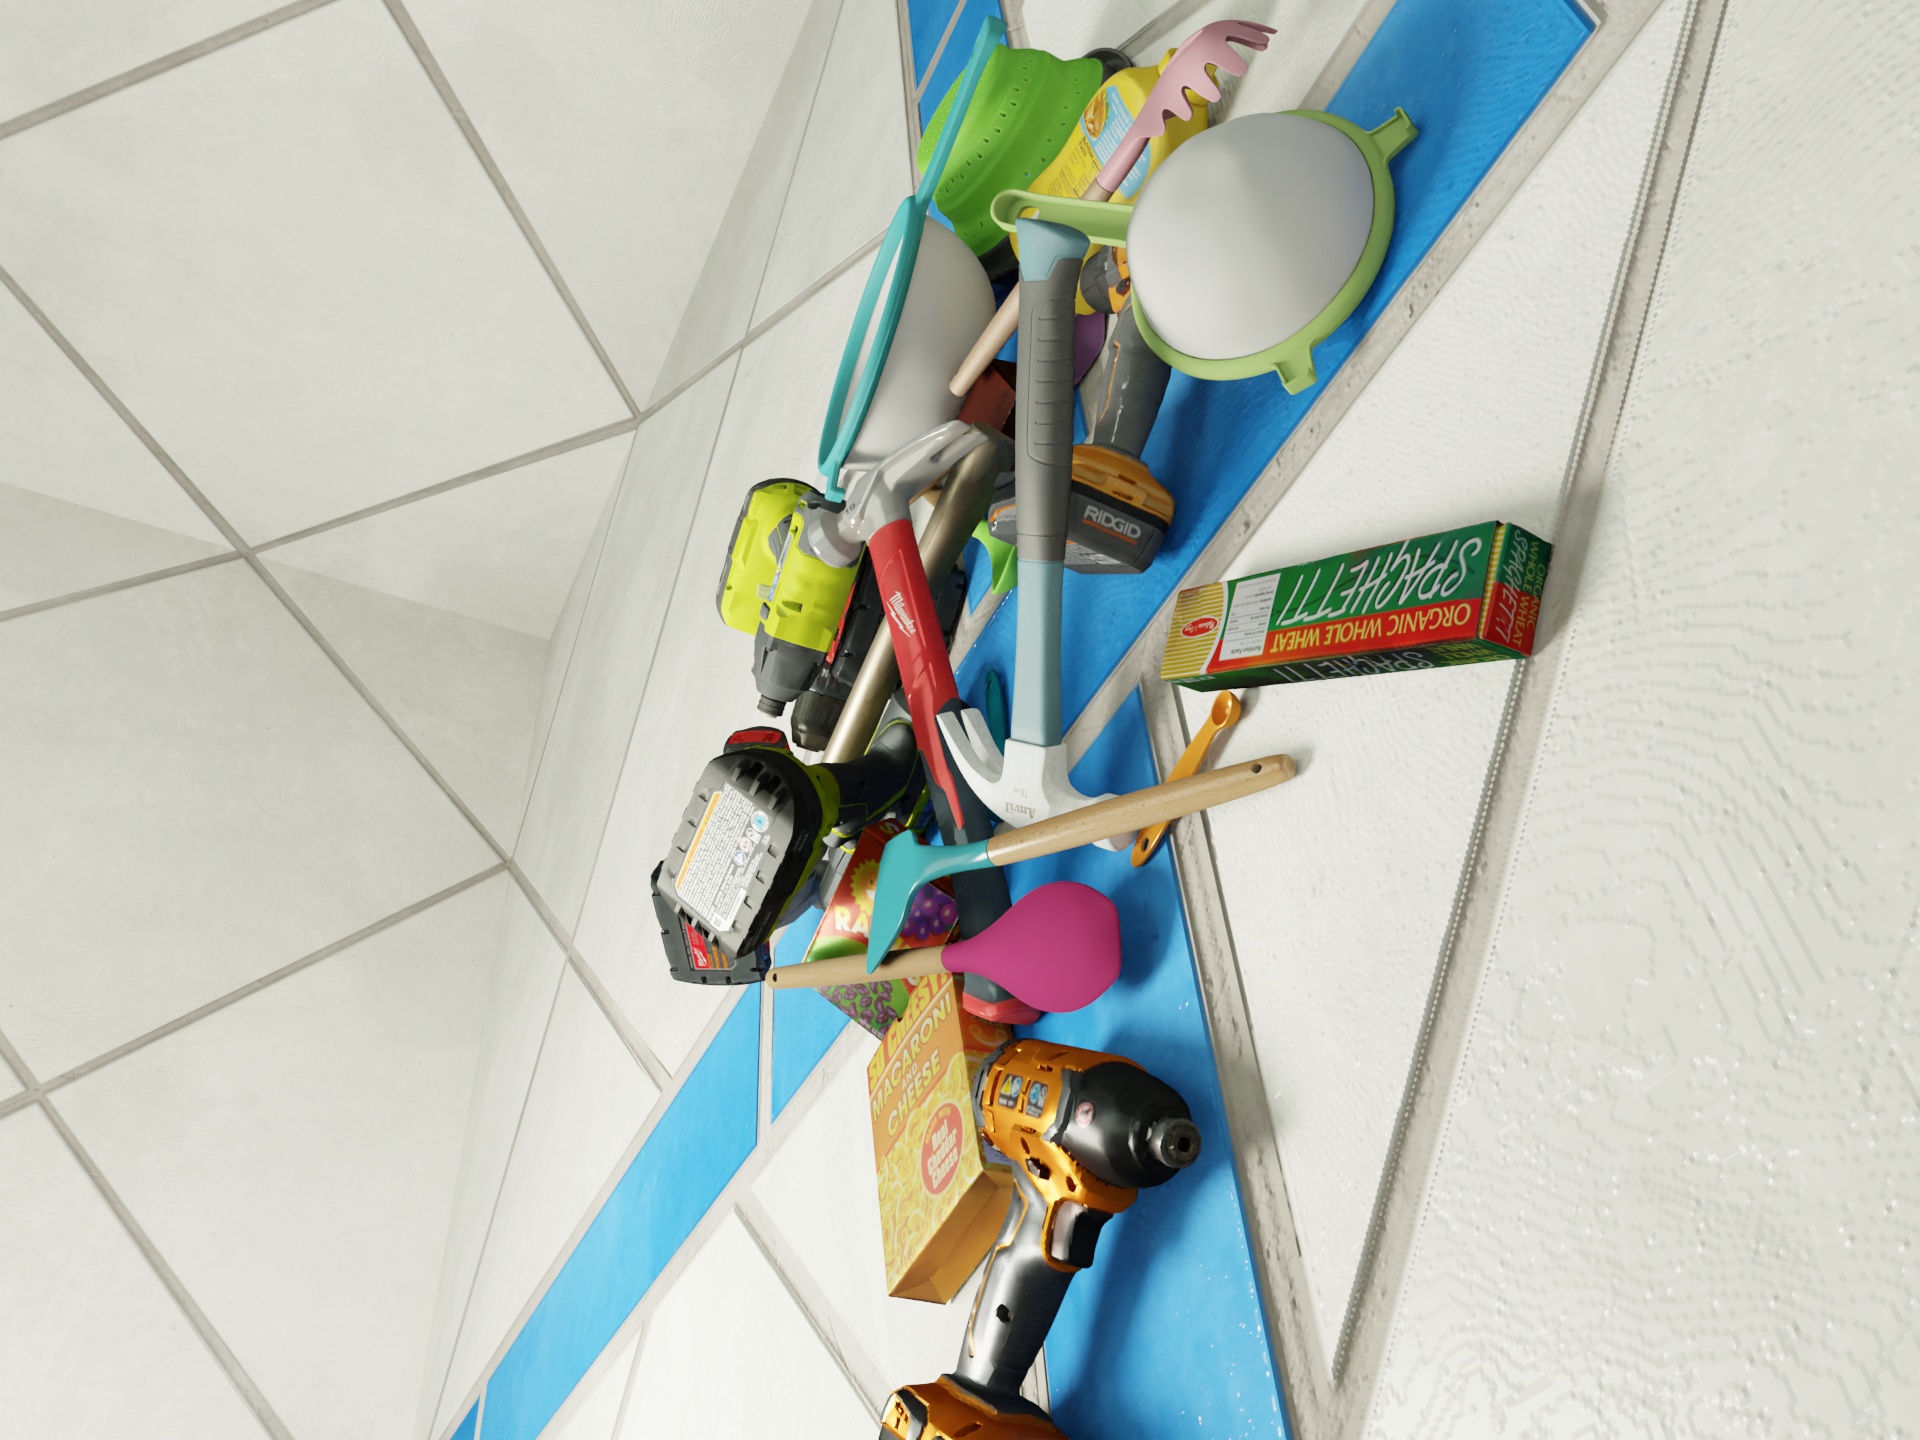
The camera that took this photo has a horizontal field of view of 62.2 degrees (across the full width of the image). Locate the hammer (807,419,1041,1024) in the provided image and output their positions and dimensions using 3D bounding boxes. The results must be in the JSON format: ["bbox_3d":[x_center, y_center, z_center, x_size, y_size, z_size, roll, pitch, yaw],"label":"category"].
[{"bbox_3d":[-0.002,-0.003,0.976,0.143,0.038,0.387,-33,57,30],"label":"hammer"}]

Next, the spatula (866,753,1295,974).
[{"bbox_3d":[0.045,0.066,0.841,0.317,0.044,0.082,-20,52,40],"label":"spatula"}]

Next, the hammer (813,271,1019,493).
[{"bbox_3d":[-0.055,-0.294,1.457,0.405,0.035,0.144,-38,40,56],"label":"hammer"}]

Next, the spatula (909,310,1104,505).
[{"bbox_3d":[0.017,-0.222,1.219,0.316,0.018,0.060,-31,51,53],"label":"spatula"}]

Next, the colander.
[{"bbox_3d":[0.023,-0.487,1.281,0.204,0.094,0.398,-50,26,23],"label":"colander"}]

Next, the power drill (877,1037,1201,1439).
[{"bbox_3d":[0.041,0.265,0.735,0.164,0.084,0.226,-15,57,65],"label":"power drill"}]

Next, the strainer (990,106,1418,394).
[{"bbox_3d":[0.100,-0.271,0.843,0.257,0.069,0.151,23,90,39],"label":"strainer"}]

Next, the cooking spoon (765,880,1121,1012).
[{"bbox_3d":[-0.022,0.139,0.918,0.319,0.017,0.069,-16,72,49],"label":"cooking spoon"}]

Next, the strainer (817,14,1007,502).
[{"bbox_3d":[-0.006,-0.320,1.145,0.211,0.095,0.340,-95,26,-59],"label":"strainer"}]

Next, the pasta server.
[{"bbox_3d":[0.082,-0.311,0.998,0.316,0.040,0.060,-47,7,42],"label":"pasta server"}]

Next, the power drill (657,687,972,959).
[{"bbox_3d":[-0.093,0.078,1.069,0.080,0.228,0.190,36,115,21],"label":"power drill"}]

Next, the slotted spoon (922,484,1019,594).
[{"bbox_3d":[0.009,-0.152,1.202,0.314,0.031,0.070,-130,59,-68],"label":"slotted spoon"}]

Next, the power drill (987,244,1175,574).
[{"bbox_3d":[0.092,-0.206,0.965,0.226,0.084,0.185,-70,19,-1],"label":"power drill"}]

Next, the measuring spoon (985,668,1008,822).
[{"bbox_3d":[0.018,0.012,1.058,0.042,0.021,0.129,-55,29,40],"label":"measuring spoon"}]

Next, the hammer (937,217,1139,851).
[{"bbox_3d":[0.045,-0.101,0.861,0.128,0.033,0.331,11,105,43],"label":"hammer"}]

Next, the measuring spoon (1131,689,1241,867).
[{"bbox_3d":[0.116,0.033,0.820,0.021,0.011,0.116,-103,32,-52],"label":"measuring spoon"}]

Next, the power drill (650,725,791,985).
[{"bbox_3d":[-0.180,0.115,1.321,0.220,0.078,0.143,-74,-19,-59],"label":"power drill"}]

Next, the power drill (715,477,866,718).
[{"bbox_3d":[-0.137,-0.106,1.266,0.223,0.080,0.171,-131,59,-69],"label":"power drill"}]

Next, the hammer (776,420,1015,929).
[{"bbox_3d":[-0.067,-0.020,1.126,0.038,0.146,0.410,35,113,22],"label":"hammer"}]

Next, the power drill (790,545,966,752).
[{"bbox_3d":[-0.082,-0.059,1.297,0.227,0.080,0.188,-167,94,-72],"label":"power drill"}]
